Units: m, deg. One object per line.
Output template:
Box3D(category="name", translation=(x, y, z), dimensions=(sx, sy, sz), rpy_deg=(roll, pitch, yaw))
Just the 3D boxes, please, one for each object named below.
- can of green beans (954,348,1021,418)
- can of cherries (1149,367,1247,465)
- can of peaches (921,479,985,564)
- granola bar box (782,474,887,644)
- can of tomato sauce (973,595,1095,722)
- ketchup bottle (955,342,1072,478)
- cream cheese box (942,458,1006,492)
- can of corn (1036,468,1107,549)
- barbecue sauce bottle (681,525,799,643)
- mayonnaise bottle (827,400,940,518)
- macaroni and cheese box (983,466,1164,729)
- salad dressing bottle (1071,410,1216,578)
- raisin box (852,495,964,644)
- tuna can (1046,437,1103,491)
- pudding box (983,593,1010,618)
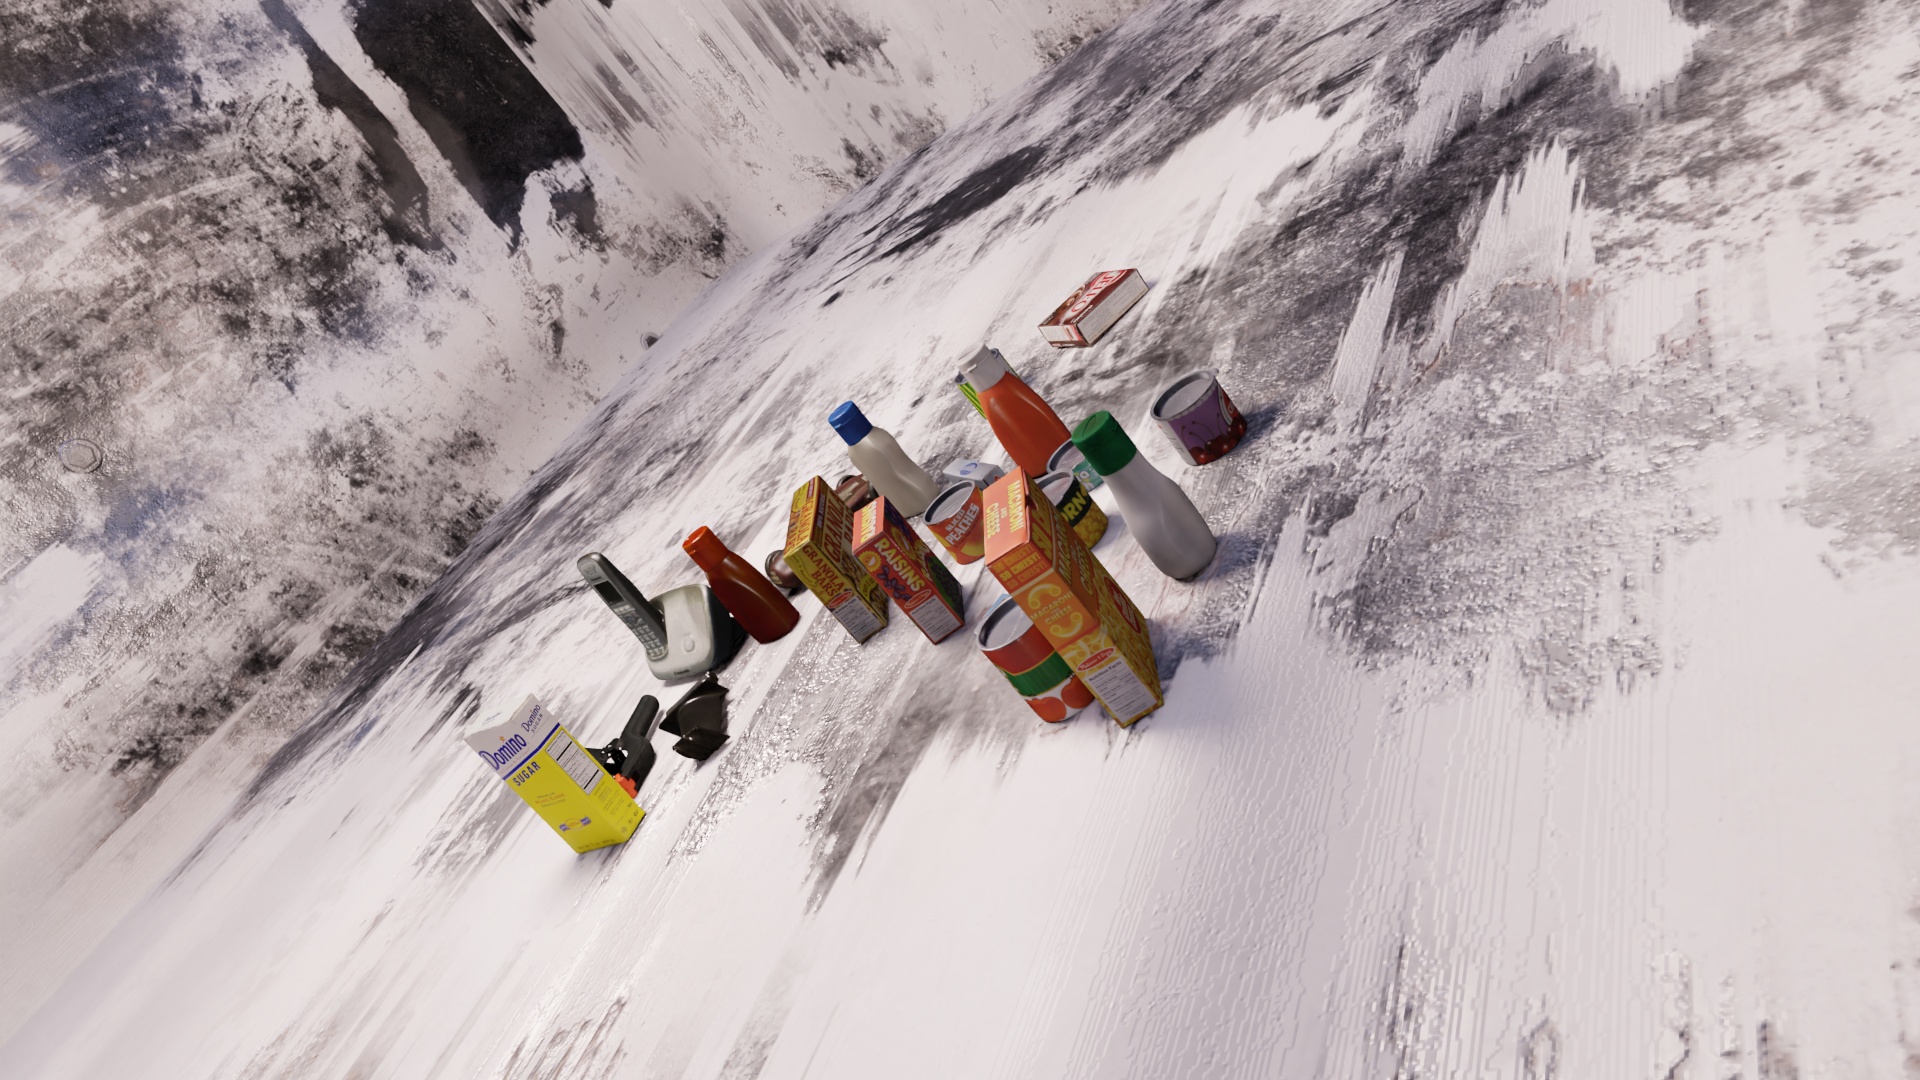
Box3D(category="can of green beans", translation=(0.036, -0.188, 1.670), dimensions=(0.071, 0.057, 0.071), rpy_deg=(-33, 22, 16))
Box3D(category="can of cherries", translation=(0.214, -0.110, 1.233), dimensions=(0.071, 0.058, 0.072), rpy_deg=(-33, 22, 16))
Box3D(category="can of peaches", translation=(0.005, -0.017, 1.388), dimensions=(0.071, 0.058, 0.071), rpy_deg=(-33, 22, 16))
Box3D(category="granola bar box", translation=(-0.126, 0.016, 1.444), dimensions=(0.039, 0.124, 0.166), rpy_deg=(-35, 22, 13))
Box3D(category="can of tomato sauce", translation=(0.060, 0.088, 1.060), dimensions=(0.071, 0.083, 0.071), rpy_deg=(-33, 22, 16))
Box3D(category="ketchup bottle", translation=(0.053, -0.135, 1.417), dimensions=(0.064, 0.148, 0.044), rpy_deg=(-30, 24, 24))
Box3D(category="cream cheese box", translation=(0.024, -0.056, 1.438), dimensions=(0.024, 0.053, 0.104), rpy_deg=(-45, 22, -13))
Box3D(category="can of corn", translation=(0.092, -0.021, 1.255), dimensions=(0.071, 0.058, 0.071), rpy_deg=(-33, 22, 16))
Box3D(category="barbecue sauce bottle", translation=(-0.247, 0.048, 1.542), dimensions=(0.064, 0.148, 0.044), rpy_deg=(-23, 27, 37))
Box3D(category="mayonnaise bottle", translation=(-0.089, -0.092, 1.561), dimensions=(0.064, 0.148, 0.041), rpy_deg=(-19, 30, 43))
Box3D(category="macaroni and cheese box", translation=(0.081, 0.038, 1.011), dimensions=(0.040, 0.166, 0.124), rpy_deg=(-34, 22, 16))
Box3D(category="salad dressing bottle", translation=(0.142, -0.036, 1.083), dimensions=(0.044, 0.147, 0.064), rpy_deg=(-22, 28, 39))
Box3D(category="raisin box", translation=(-0.049, 0.027, 1.301), dimensions=(0.040, 0.123, 0.086), rpy_deg=(-34, 22, 14))
Box3D(category="tuna can", translation=(0.119, -0.075, 1.351), dimensions=(0.071, 0.032, 0.071), rpy_deg=(-33, 23, 16))
Box3D(category="pudding box", translation=(0.063, 0.070, 1.137), dimensions=(0.030, 0.049, 0.083), rpy_deg=(-50, 24, -24))
